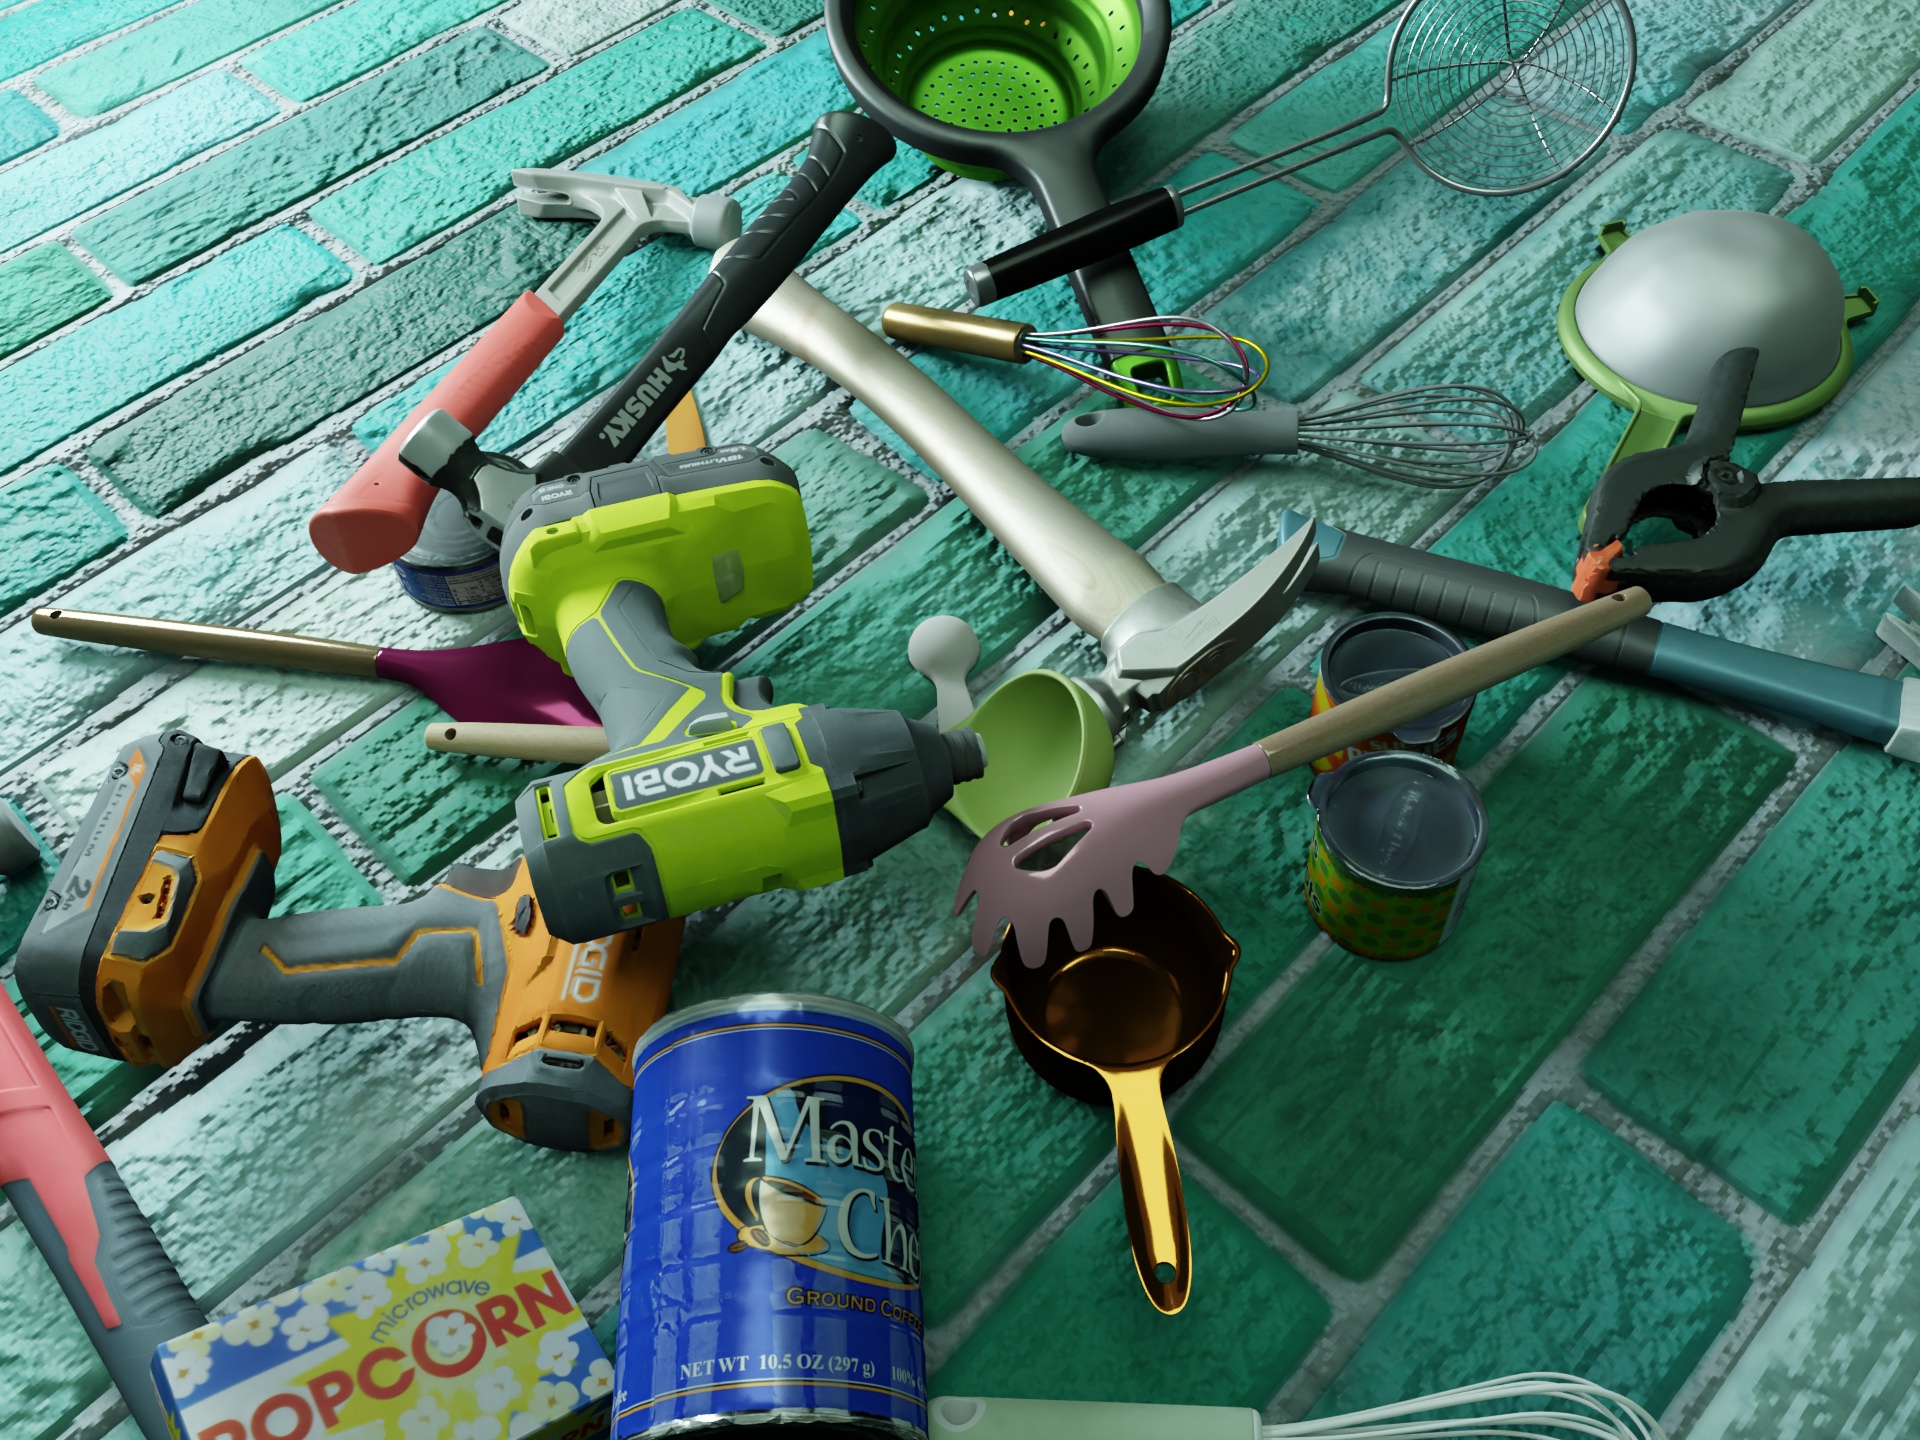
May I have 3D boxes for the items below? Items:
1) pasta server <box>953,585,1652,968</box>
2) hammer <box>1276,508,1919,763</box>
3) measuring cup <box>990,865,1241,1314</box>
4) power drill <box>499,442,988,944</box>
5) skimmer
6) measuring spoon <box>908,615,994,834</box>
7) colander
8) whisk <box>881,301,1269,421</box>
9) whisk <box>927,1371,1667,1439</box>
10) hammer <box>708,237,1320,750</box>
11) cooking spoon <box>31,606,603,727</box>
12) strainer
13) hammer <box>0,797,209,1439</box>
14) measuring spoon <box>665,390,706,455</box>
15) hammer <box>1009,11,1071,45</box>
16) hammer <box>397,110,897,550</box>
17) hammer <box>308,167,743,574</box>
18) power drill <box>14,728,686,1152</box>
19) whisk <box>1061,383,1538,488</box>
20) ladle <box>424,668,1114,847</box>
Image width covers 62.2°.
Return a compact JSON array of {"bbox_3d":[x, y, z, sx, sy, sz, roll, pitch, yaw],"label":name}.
[{"bbox_3d":[0.142,0.011,0.632,0.316,0.040,0.060,-22,47,-13],"label":"pasta server"},{"bbox_3d":[0.301,-0.036,0.724,0.331,0.033,0.128,18,57,17],"label":"hammer"},{"bbox_3d":[0.064,0.140,0.596,0.095,0.052,0.174,-6,54,0],"label":"measuring cup"},{"bbox_3d":[-0.099,-0.019,0.648,0.171,0.080,0.223,-15,43,-12],"label":"power drill"},{"bbox_3d":[0.176,-0.296,0.839,0.363,0.127,0.090,-24,18,-9],"label":"skimmer"},{"bbox_3d":[-0.001,-0.002,0.729,0.034,0.018,0.124,-9,54,-3],"label":"measuring spoon"},{"bbox_3d":[0.045,-0.327,0.943,0.204,0.094,0.397,-16,71,-9],"label":"colander"},{"bbox_3d":[0.054,-0.196,0.834,0.245,0.051,0.047,20,89,37],"label":"whisk"},{"bbox_3d":[0.105,0.240,0.523,0.246,0.059,0.058,-1,16,8],"label":"whisk"},{"bbox_3d":[-0.002,-0.153,0.821,0.146,0.038,0.411,-38,57,-9],"label":"hammer"},{"bbox_3d":[-0.305,-0.031,0.773,0.319,0.017,0.069,7,53,8],"label":"cooking spoon"},{"bbox_3d":[0.373,-0.191,0.813,0.151,0.069,0.256,25,57,21],"label":"strainer"},{"bbox_3d":[-0.355,0.184,0.601,0.143,0.038,0.387,-38,59,-21],"label":"hammer"},{"bbox_3d":[-0.152,-0.166,0.869,0.021,0.011,0.117,-12,53,-5],"label":"measuring spoon"},{"bbox_3d":[0.041,-0.571,1.151,0.127,0.034,0.337,-2,53,2],"label":"hammer"},{"bbox_3d":[-0.125,-0.201,0.819,0.146,0.035,0.335,39,62,-13],"label":"hammer"},{"bbox_3d":[-0.249,-0.203,0.859,0.149,0.036,0.359,10,45,11],"label":"hammer"},{"bbox_3d":[-0.224,0.073,0.635,0.226,0.084,0.164,10,52,-4],"label":"power drill"},{"bbox_3d":[0.170,-0.144,0.812,0.239,0.055,0.055,2,53,11],"label":"whisk"},{"bbox_3d":[-0.092,0.011,0.696,0.320,0.062,0.078,3,72,11],"label":"ladle"}]
